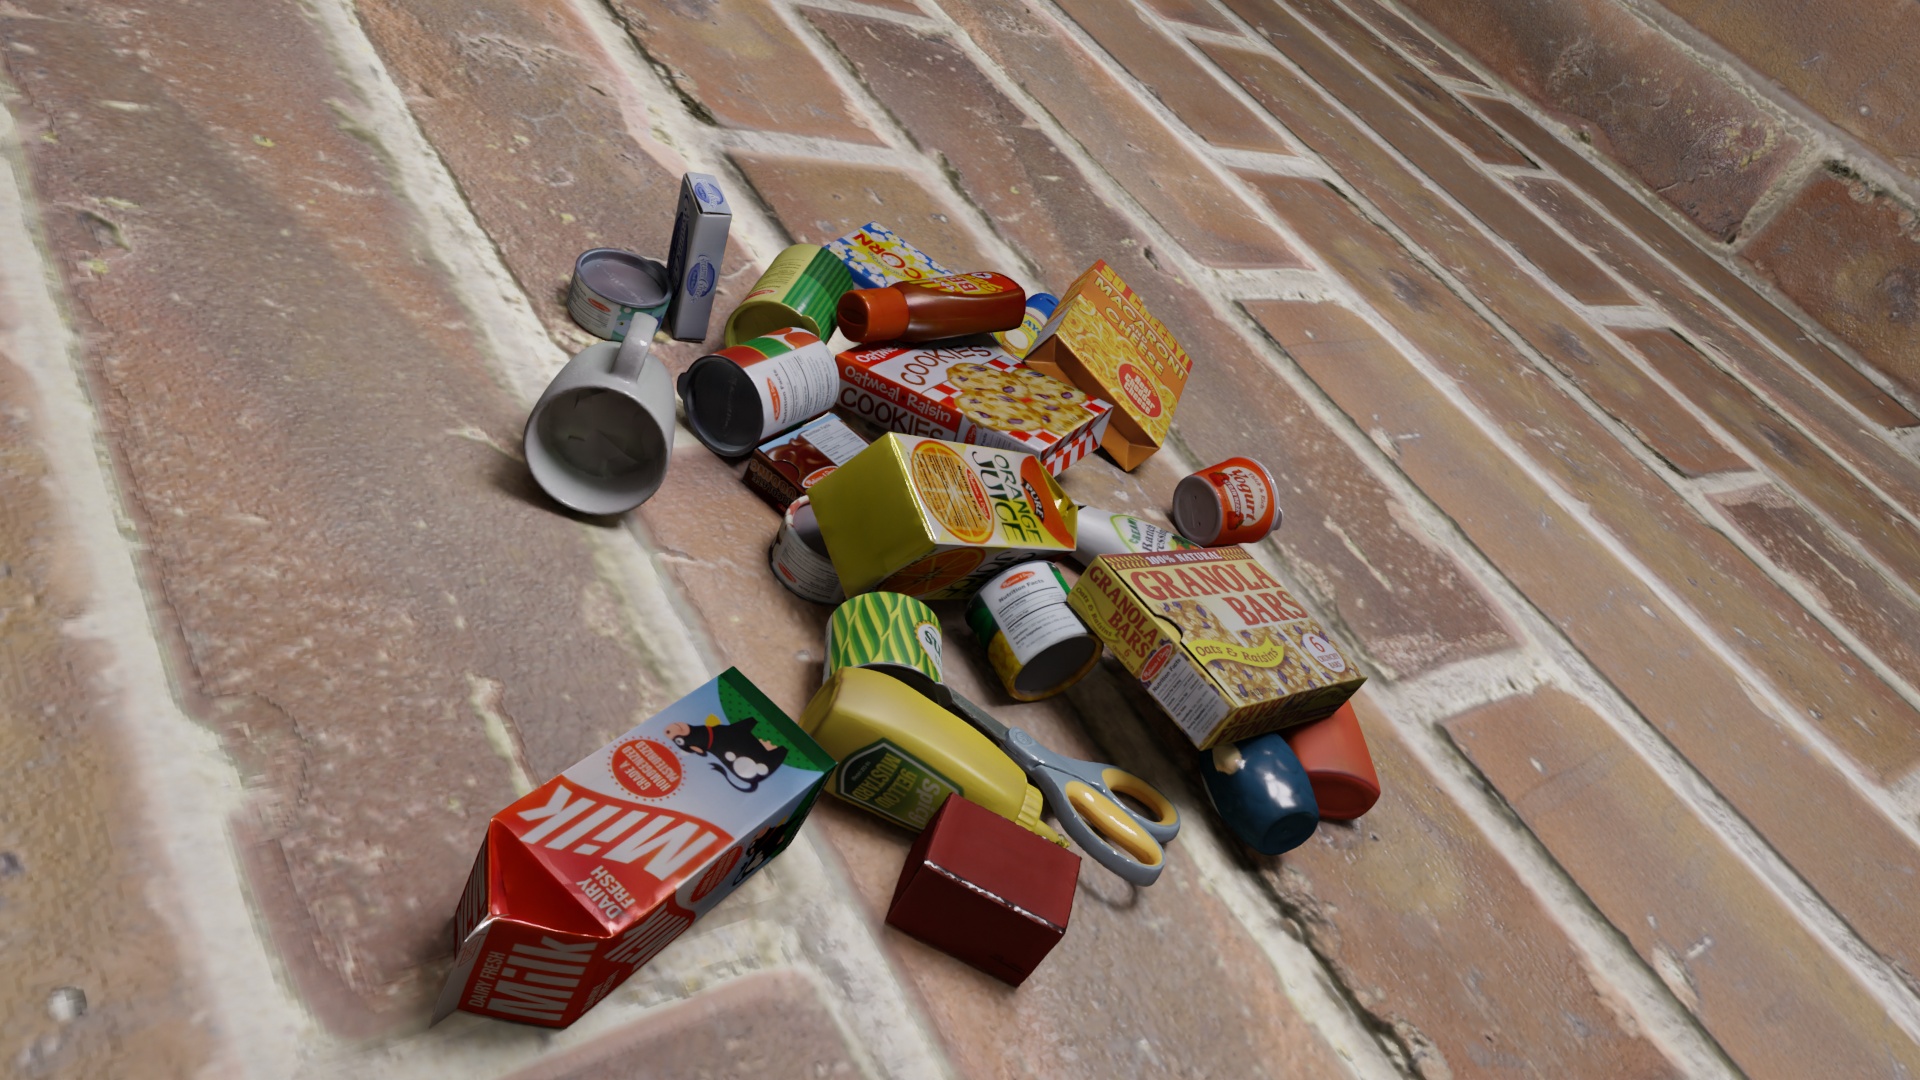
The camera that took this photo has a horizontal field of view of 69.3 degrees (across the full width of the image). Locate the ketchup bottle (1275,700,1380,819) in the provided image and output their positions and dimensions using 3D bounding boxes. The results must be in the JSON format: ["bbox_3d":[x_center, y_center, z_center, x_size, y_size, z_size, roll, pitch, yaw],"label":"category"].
[{"bbox_3d":[0.231,0.112,0.918,0.065,0.043,0.149,19,37,-16],"label":"ketchup bottle"}]

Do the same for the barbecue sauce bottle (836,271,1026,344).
[{"bbox_3d":[-0.023,-0.168,1.007,0.065,0.043,0.149,25,29,39],"label":"barbecue sauce bottle"}]

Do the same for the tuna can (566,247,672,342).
[{"bbox_3d":[-0.231,-0.168,0.947,0.071,0.032,0.071,19,37,-15],"label":"tuna can"}]

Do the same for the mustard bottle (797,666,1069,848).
[{"bbox_3d":[-0.008,0.125,0.725,0.160,0.065,0.049,30,32,-13],"label":"mustard bottle"}]

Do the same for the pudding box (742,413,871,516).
[{"bbox_3d":[-0.095,-0.048,0.899,0.050,0.030,0.084,40,37,12],"label":"pudding box"}]

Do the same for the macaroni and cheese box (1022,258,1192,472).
[{"bbox_3d":[0.126,-0.146,1.130,0.123,0.040,0.167,46,35,-11],"label":"macaroni and cheese box"}]

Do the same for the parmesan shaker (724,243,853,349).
[{"bbox_3d":[-0.117,-0.162,0.988,0.071,0.071,0.103,26,35,-5],"label":"parmesan shaker"}]

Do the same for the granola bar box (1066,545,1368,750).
[{"bbox_3d":[0.159,0.059,0.843,0.166,0.039,0.124,-3,44,-49],"label":"granola bar box"}]

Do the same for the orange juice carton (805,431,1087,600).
[{"bbox_3d":[0.003,-0.011,0.850,0.193,0.071,0.073,3,60,-55],"label":"orange juice carton"}]

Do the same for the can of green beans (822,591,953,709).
[{"bbox_3d":[-0.042,0.070,0.762,0.071,0.071,0.058,18,37,-16],"label":"can of green beans"}]

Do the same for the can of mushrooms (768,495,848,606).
[{"bbox_3d":[-0.079,0.004,0.845,0.071,0.033,0.071,18,37,-14],"label":"can of mushrooms"}]

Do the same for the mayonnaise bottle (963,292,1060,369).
[{"bbox_3d":[0.044,-0.159,1.118,0.065,0.041,0.149,38,36,0],"label":"mayonnaise bottle"}]

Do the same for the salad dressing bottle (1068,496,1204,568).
[{"bbox_3d":[0.102,0.002,0.962,0.148,0.043,0.064,24,36,-3],"label":"salad dressing bottle"}]

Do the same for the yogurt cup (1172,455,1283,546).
[{"bbox_3d":[0.197,-0.027,1.047,0.054,0.072,0.072,-12,52,-33],"label":"yogurt cup"}]

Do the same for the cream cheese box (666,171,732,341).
[{"bbox_3d":[-0.182,-0.194,0.953,0.024,0.103,0.053,-1,44,-26],"label":"cream cheese box"}]

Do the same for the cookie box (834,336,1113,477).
[{"bbox_3d":[0.007,-0.098,0.989,0.167,0.040,0.123,27,30,19],"label":"cookie box"}]

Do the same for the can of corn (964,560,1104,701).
[{"bbox_3d":[0.045,0.057,0.842,0.071,0.070,0.058,-3,48,-37],"label":"can of corn"}]

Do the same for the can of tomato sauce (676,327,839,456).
[{"bbox_3d":[-0.131,-0.099,0.907,0.071,0.070,0.083,39,36,13],"label":"can of tomato sauce"}]

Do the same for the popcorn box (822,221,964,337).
[{"bbox_3d":[-0.046,-0.198,1.106,0.127,0.038,0.085,35,35,8],"label":"popcorn box"}]

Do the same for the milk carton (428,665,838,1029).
[{"bbox_3d":[-0.147,0.138,0.605,0.073,0.072,0.191,40,37,13],"label":"milk carton"}]
